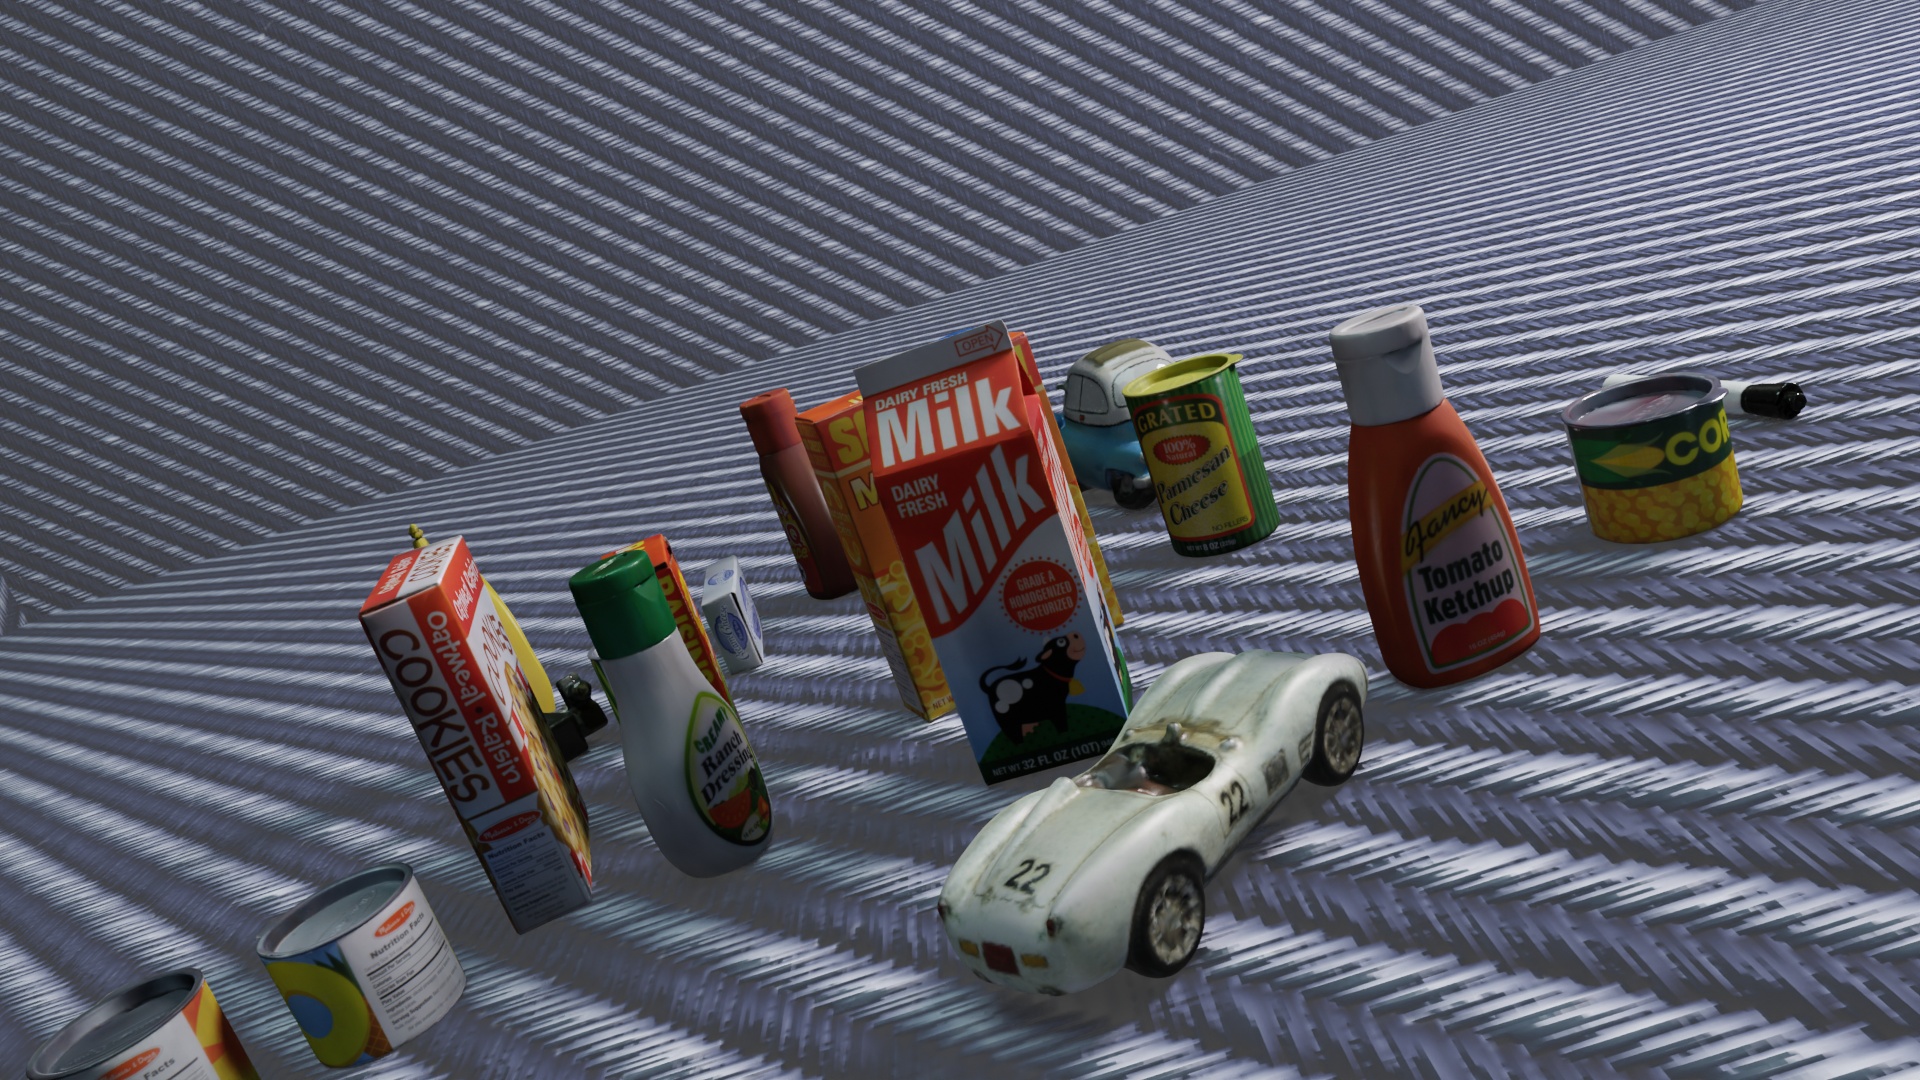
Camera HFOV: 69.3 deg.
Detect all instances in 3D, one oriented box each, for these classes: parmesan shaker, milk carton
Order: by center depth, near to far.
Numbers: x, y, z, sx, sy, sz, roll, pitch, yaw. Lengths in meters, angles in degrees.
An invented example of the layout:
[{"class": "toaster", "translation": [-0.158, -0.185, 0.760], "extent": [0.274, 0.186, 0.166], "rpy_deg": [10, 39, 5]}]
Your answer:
[{"class": "milk carton", "translation": [0.017, 0.003, 0.615], "extent": [0.072, 0.190, 0.074], "rpy_deg": [-18, 15, 10]}, {"class": "parmesan shaker", "translation": [0.143, -0.049, 0.804], "extent": [0.071, 0.103, 0.071], "rpy_deg": [-19, 15, 5]}]

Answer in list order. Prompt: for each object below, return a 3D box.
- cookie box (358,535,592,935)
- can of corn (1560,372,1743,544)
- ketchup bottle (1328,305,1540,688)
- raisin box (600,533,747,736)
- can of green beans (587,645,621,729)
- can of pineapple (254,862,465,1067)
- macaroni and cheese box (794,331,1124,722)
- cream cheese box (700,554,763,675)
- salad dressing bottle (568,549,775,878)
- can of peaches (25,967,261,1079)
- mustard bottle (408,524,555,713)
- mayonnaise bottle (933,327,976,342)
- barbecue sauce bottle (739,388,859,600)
[{"class": "cookie box", "translation": [-0.231, 0.089, 0.674], "extent": [0.040, 0.167, 0.123], "rpy_deg": [-23, 15, -11]}, {"class": "can of corn", "translation": [0.315, -0.037, 0.629], "extent": [0.071, 0.058, 0.071], "rpy_deg": [-19, 15, 5]}, {"class": "ketchup bottle", "translation": [0.184, -0.018, 0.556], "extent": [0.065, 0.148, 0.043], "rpy_deg": [-22, 15, -7]}, {"class": "raisin box", "translation": [-0.150, 0.065, 0.740], "extent": [0.040, 0.123, 0.086], "rpy_deg": [-23, 15, -9]}, {"class": "can of green beans", "translation": [-0.185, 0.082, 0.849], "extent": [0.071, 0.057, 0.071], "rpy_deg": [-19, 15, 5]}, {"class": "can of pineapple", "translation": [-0.256, 0.181, 0.594], "extent": [0.071, 0.057, 0.071], "rpy_deg": [-19, 15, 5]}, {"class": "macaroni and cheese box", "translation": [0.003, -0.009, 0.720], "extent": [0.124, 0.166, 0.040], "rpy_deg": [-25, 15, -19]}, {"class": "cream cheese box", "translation": [-0.152, 0.049, 0.932], "extent": [0.024, 0.053, 0.104], "rpy_deg": [-21, 15, -3]}, {"class": "salad dressing bottle", "translation": [-0.130, 0.078, 0.622], "extent": [0.044, 0.147, 0.064], "rpy_deg": [-13, 16, 26]}, {"class": "can of peaches", "translation": [-0.326, 0.216, 0.560], "extent": [0.071, 0.058, 0.071], "rpy_deg": [-19, 15, 5]}, {"class": "mustard bottle", "translation": [-0.318, 0.061, 0.894], "extent": [0.048, 0.159, 0.065], "rpy_deg": [-10, 18, 35]}, {"class": "mayonnaise bottle", "translation": [0.020, -0.069, 0.942], "extent": [0.064, 0.147, 0.041], "rpy_deg": [-15, 15, 18]}, {"class": "barbecue sauce bottle", "translation": [-0.112, -0.033, 0.984], "extent": [0.044, 0.148, 0.065], "rpy_deg": [-25, 15, -17]}]
